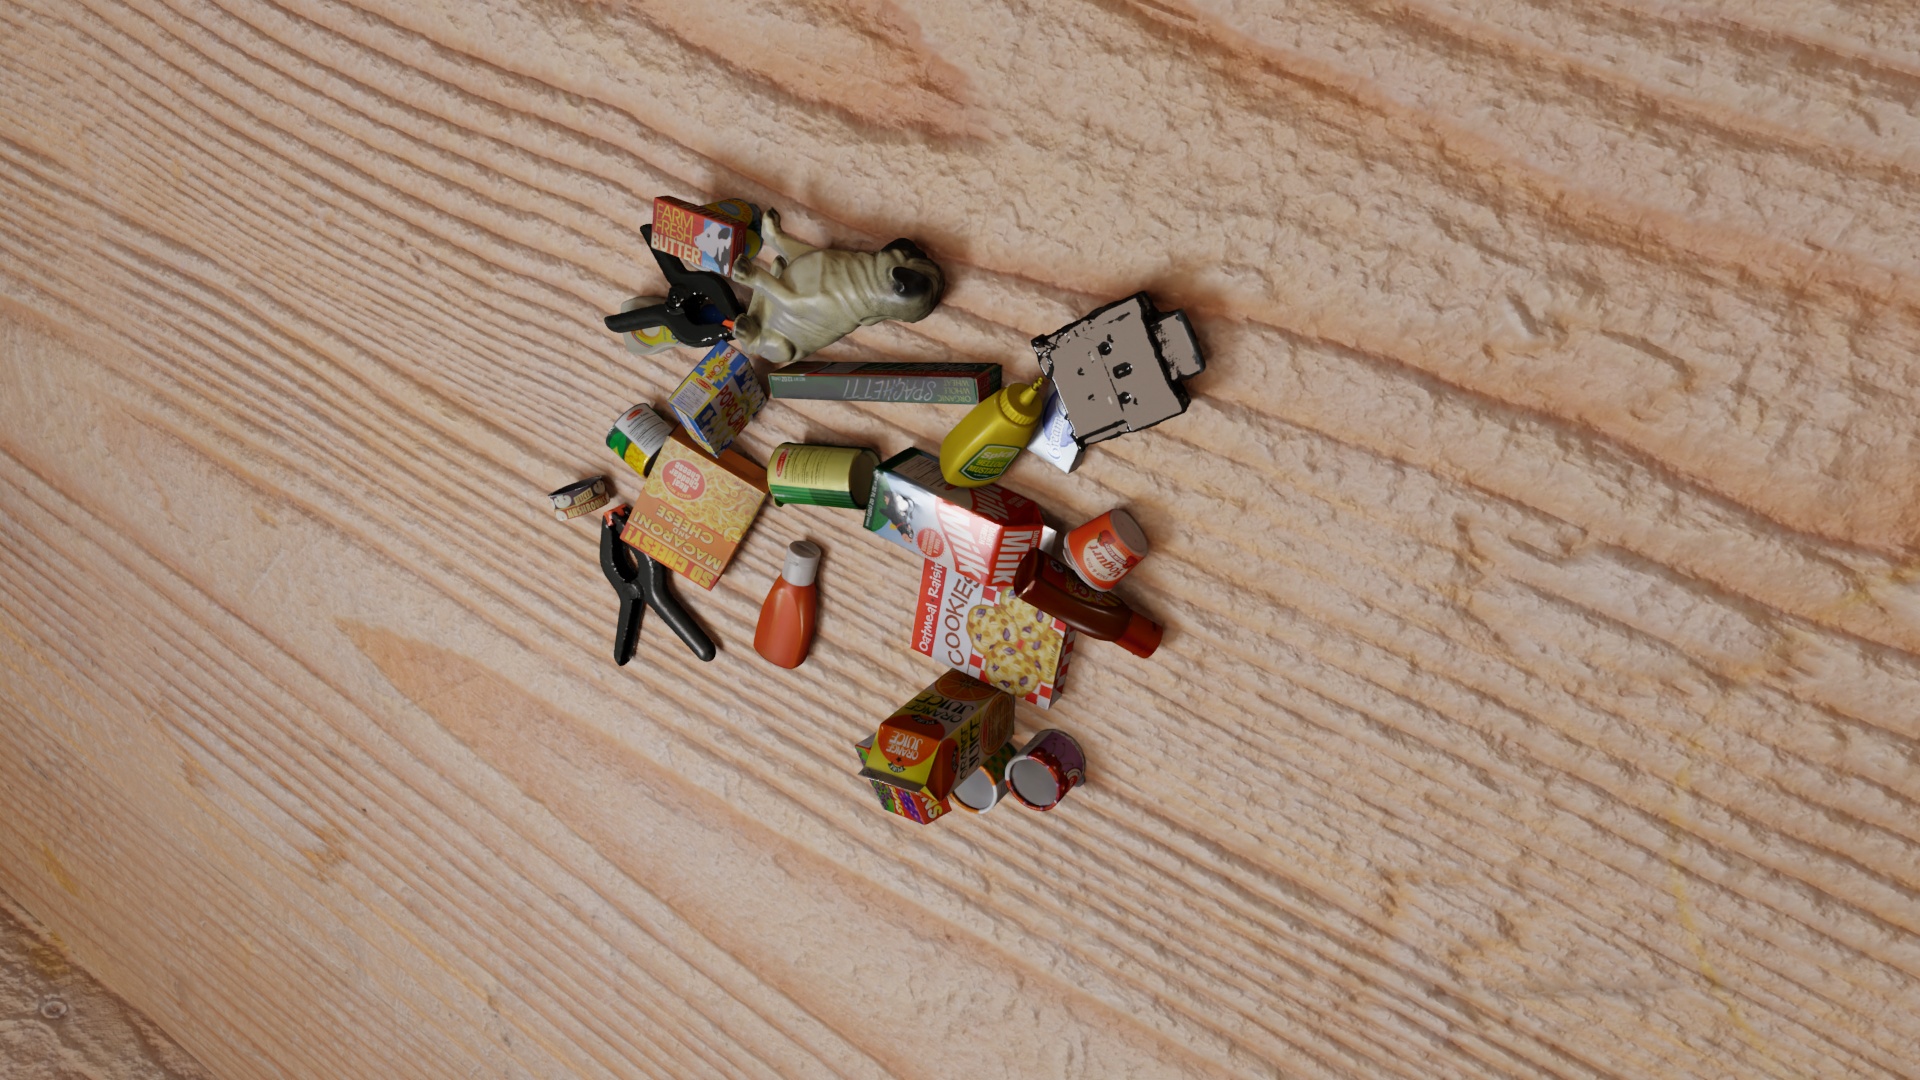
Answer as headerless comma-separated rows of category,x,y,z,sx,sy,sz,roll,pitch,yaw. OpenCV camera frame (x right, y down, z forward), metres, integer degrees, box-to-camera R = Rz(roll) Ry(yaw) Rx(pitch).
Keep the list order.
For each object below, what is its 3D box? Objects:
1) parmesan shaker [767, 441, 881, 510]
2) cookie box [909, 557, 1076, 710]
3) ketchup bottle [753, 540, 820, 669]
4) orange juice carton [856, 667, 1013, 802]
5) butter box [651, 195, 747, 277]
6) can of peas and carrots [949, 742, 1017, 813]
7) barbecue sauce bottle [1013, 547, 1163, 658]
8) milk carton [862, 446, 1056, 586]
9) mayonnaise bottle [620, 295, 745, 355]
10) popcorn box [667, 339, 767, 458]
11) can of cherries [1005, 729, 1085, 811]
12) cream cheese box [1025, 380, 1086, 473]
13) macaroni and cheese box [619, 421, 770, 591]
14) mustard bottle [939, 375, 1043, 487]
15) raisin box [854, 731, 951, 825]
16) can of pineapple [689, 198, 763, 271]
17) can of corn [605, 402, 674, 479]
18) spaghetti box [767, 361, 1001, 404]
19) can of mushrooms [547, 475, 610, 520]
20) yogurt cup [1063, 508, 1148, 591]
parmesan shaker,-0.141,-0.065,1.448,0.103,0.071,0.071,6,113,29
cookie box,0.035,0.083,1.420,0.167,0.040,0.122,22,120,22
ketchup bottle,-0.189,0.070,1.551,0.065,0.044,0.148,28,122,18
orange juice carton,-0.022,0.202,1.409,0.072,0.193,0.072,13,116,28
butter box,-0.260,-0.302,1.375,0.103,0.024,0.052,24,121,22
can of peas and carrots,0.022,0.249,1.485,0.071,0.059,0.070,12,116,27
barbecue sauce bottle,0.122,0.064,1.319,0.148,0.065,0.043,30,117,-14
milk carton,0.005,-0.017,1.374,0.191,0.074,0.072,25,121,21
mayonnaise bottle,-0.298,-0.234,1.492,0.148,0.041,0.064,2,106,31
popcorn box,-0.249,-0.145,1.433,0.038,0.085,0.126,37,169,10
can of cherries,0.090,0.240,1.439,0.071,0.059,0.071,13,116,28
cream cheese box,0.102,-0.119,1.301,0.053,0.024,0.103,32,123,18
macaroni and cheese box,-0.295,-0.036,1.556,0.124,0.040,0.165,32,126,-4
mustard bottle,0.036,-0.106,1.305,0.159,0.065,0.049,-47,47,51
raisin box,-0.063,0.259,1.522,0.123,0.040,0.086,-6,109,66
can of pineapple,-0.244,-0.313,1.414,0.071,0.058,0.070,13,116,27
can of corn,-0.355,-0.110,1.566,0.058,0.071,0.070,41,126,10
spaghetti box,-0.078,-0.158,1.381,0.250,0.050,0.028,5,115,30
can of mushrooms,-0.452,-0.050,1.649,0.071,0.071,0.033,-8,106,34
yogurt cup,0.139,0.006,1.307,0.053,0.073,0.072,-38,88,29
